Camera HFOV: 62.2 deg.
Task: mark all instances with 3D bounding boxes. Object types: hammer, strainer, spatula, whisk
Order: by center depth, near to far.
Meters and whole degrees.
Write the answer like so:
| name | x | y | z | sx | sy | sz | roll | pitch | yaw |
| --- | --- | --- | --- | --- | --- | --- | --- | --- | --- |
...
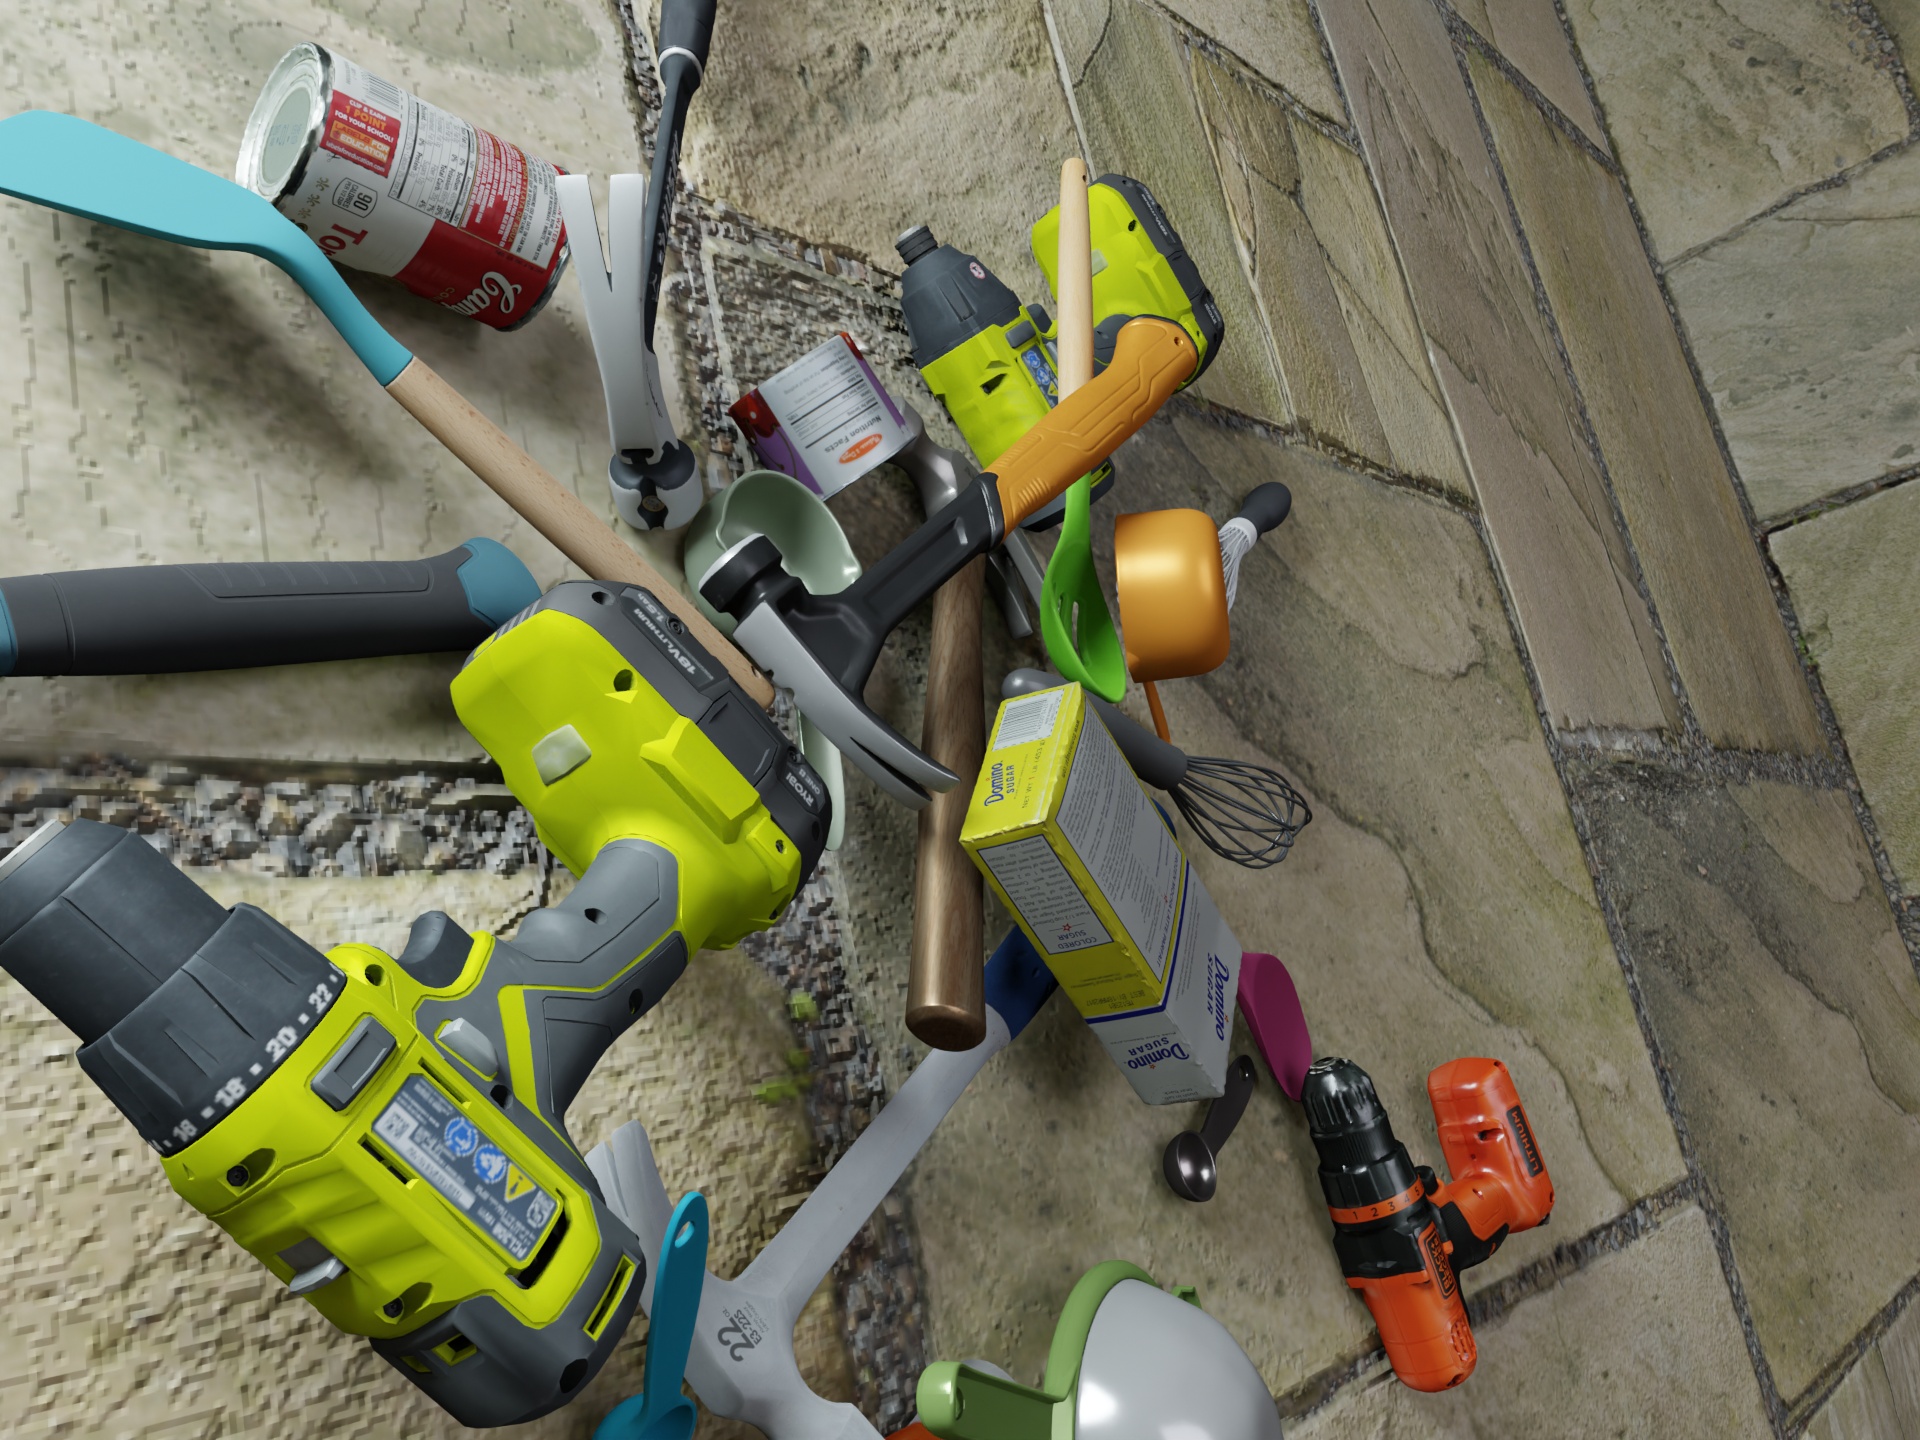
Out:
| name | x | y | z | sx | sy | sz | roll | pitch | yaw |
| --- | --- | --- | --- | --- | --- | --- | --- | --- | --- |
| hammer | -0.260 | -0.029 | 0.453 | 0.331 | 0.033 | 0.128 | -10 | 78 | -52 |
| spatula | -0.184 | -0.098 | 0.559 | 0.317 | 0.044 | 0.082 | 44 | 17 | -29 |
| strainer | 0.070 | 0.273 | 0.605 | 0.256 | 0.069 | 0.152 | 46 | 40 | -50 |
| hammer | 0.003 | 0.128 | 0.672 | 0.144 | 0.035 | 0.405 | 50 | 36 | -1 |
| hammer | -0.128 | -0.284 | 0.708 | 0.149 | 0.036 | 0.409 | 90 | -1 | -55 |
| hammer | -0.001 | -0.002 | 0.719 | 0.129 | 0.031 | 0.332 | 40 | 36 | -35 |
| hammer | 0.030 | -0.100 | 0.725 | 0.127 | 0.034 | 0.337 | 48 | 49 | -4 |
| whisk | 0.100 | 0.023 | 0.789 | 0.238 | 0.055 | 0.055 | 27 | 51 | -41 |
| whisk | 0.165 | -0.105 | 0.996 | 0.070 | 0.070 | 0.284 | 60 | 33 | -7 |

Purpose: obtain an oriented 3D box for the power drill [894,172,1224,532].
| name | x | y | z | sx | sy | sz | roll | pitch | yaw |
| --- | --- | --- | --- | --- | --- | --- | --- | --- | --- |
| power drill | 0.057 | -0.226 | 0.912 | 0.171 | 0.080 | 0.223 | 58 | 41 | -12 |

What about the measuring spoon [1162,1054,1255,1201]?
| name | x | y | z | sx | sy | sz | roll | pitch | yaw |
| --- | --- | --- | --- | --- | --- | --- | --- | --- | --- |
| measuring spoon | 0.128 | 0.205 | 0.814 | 0.034 | 0.018 | 0.124 | 62 | 30 | -4 |

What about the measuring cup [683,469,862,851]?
| name | x | y | z | sx | sy | sz | roll | pitch | yaw |
| --- | --- | --- | --- | --- | --- | --- | --- | --- | --- |
| measuring cup | -0.076 | -0.023 | 0.670 | 0.083 | 0.038 | 0.168 | 8 | 66 | -48 |

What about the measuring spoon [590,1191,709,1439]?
| name | x | y | z | sx | sy | sz | roll | pitch | yaw |
| --- | --- | --- | --- | --- | --- | --- | --- | --- | --- |
| measuring spoon | -0.096 | 0.191 | 0.486 | 0.042 | 0.021 | 0.128 | -24 | 133 | -54 |

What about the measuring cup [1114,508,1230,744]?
| name | x | y | z | sx | sy | sz | roll | pitch | yaw |
| --- | --- | --- | --- | --- | --- | --- | --- | --- | --- |
| measuring cup | 0.120 | -0.038 | 0.843 | 0.173 | 0.052 | 0.095 | 69 | 19 | -47 |

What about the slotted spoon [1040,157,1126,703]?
| name | x | y | z | sx | sy | sz | roll | pitch | yaw |
| --- | --- | --- | --- | --- | --- | --- | --- | --- | --- |
| slotted spoon | 0.060 | -0.156 | 0.820 | 0.070 | 0.031 | 0.314 | 27 | 58 | -53 |

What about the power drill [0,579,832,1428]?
| name | x | y | z | sx | sy | sz | roll | pitch | yaw |
| --- | --- | --- | --- | --- | --- | --- | --- | --- | --- |
| power drill | -0.142 | 0.056 | 0.467 | 0.190 | 0.080 | 0.229 | 49 | 34 | -16 |

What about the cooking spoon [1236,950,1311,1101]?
| name | x | y | z | sx | sy | sz | roll | pitch | yaw |
| --- | --- | --- | --- | --- | --- | --- | --- | --- | --- |
| cooking spoon | 0.122 | 0.102 | 0.807 | 0.318 | 0.017 | 0.069 | 53 | 38 | -38 |
